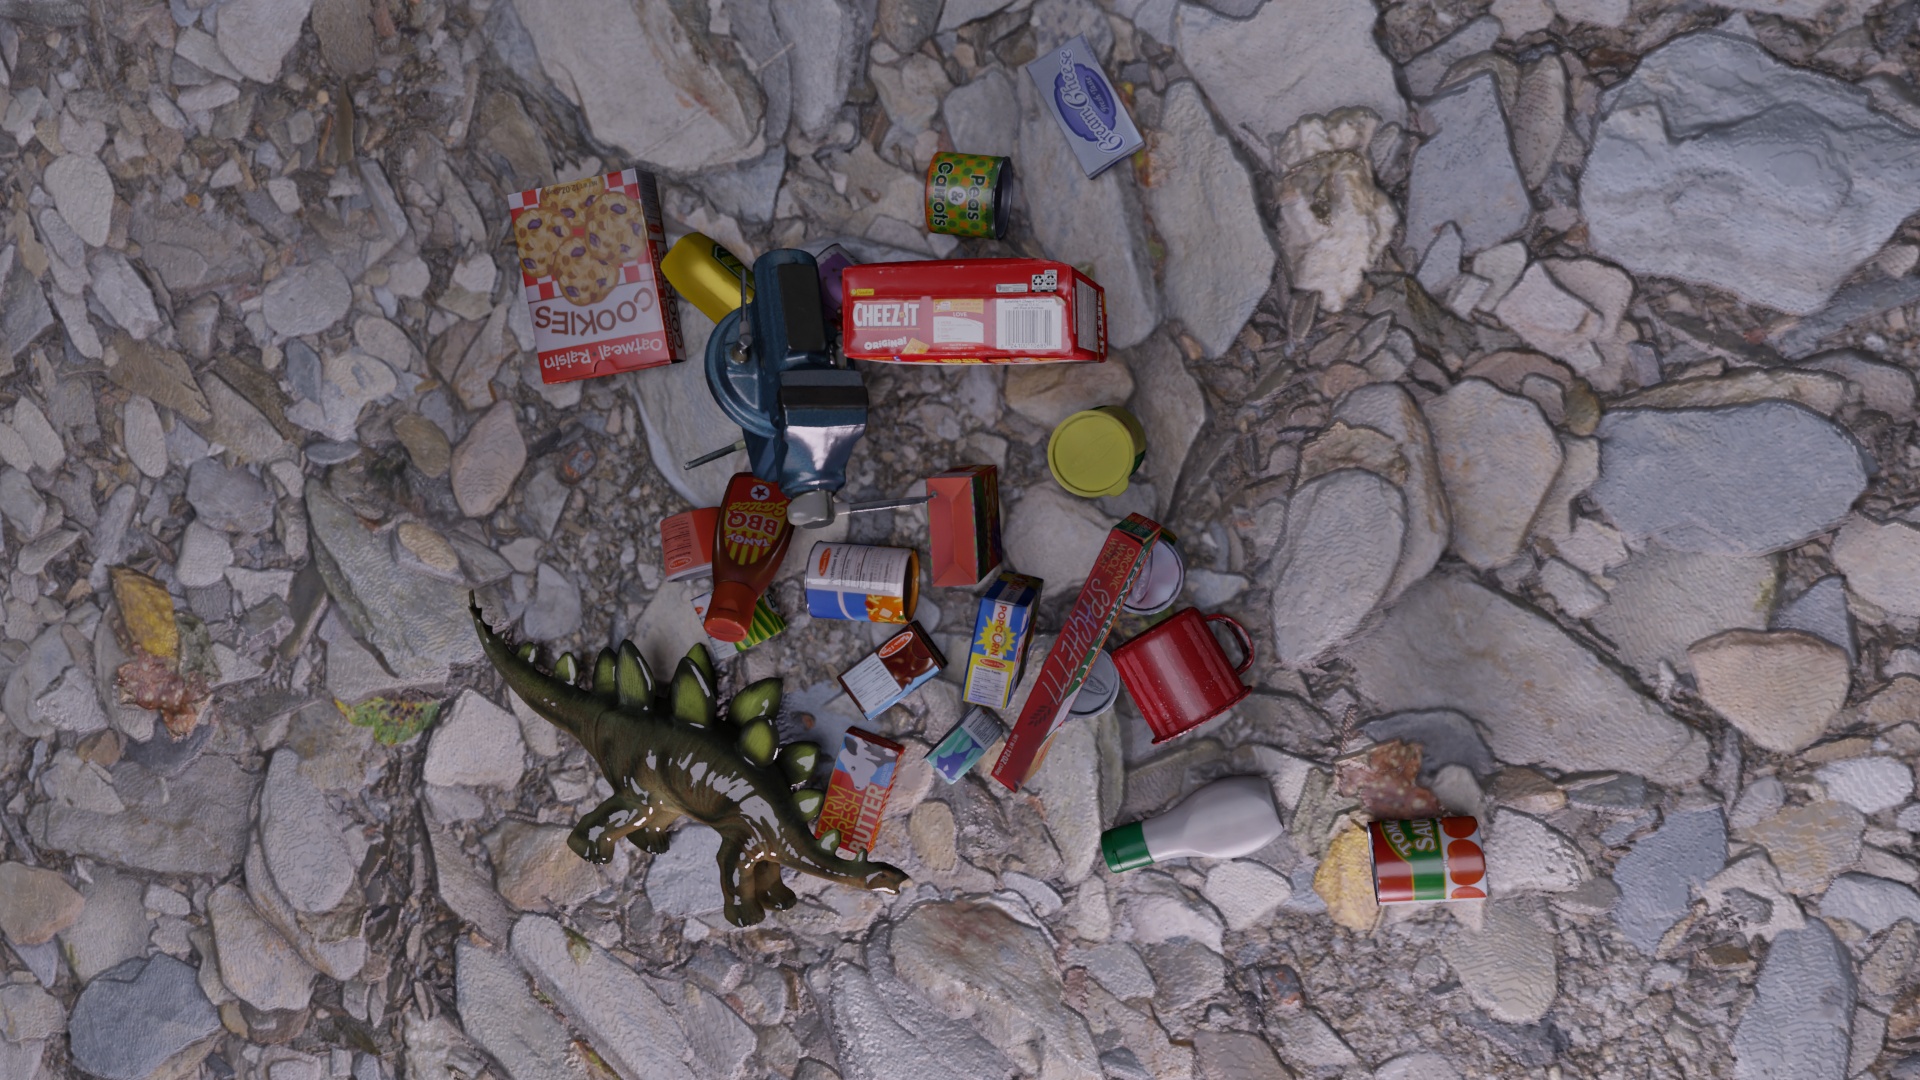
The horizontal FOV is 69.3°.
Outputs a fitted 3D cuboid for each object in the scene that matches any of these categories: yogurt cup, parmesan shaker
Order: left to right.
[{"bbox_3d":[-0.227,0.003,1.203,0.072,0.072,0.054,-16,86,14],"label":"yogurt cup"},{"bbox_3d":[0.111,-0.070,1.098,0.071,0.103,0.071,2,97,13],"label":"parmesan shaker"}]

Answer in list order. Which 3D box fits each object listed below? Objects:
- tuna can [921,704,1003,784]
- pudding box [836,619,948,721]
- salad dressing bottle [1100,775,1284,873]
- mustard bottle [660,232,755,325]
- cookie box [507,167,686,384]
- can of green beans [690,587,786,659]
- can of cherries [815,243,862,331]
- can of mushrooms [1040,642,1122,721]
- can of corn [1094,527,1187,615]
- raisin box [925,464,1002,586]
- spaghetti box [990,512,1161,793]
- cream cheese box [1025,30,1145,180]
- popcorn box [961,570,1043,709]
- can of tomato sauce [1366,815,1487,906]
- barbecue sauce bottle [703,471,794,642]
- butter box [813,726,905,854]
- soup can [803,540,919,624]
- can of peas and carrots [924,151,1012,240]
[{"bbox_3d":[0.001,0.173,1.172,0.033,0.071,0.071,45,104,3],"label":"tuna can"},{"bbox_3d":[-0.058,0.112,1.195,0.083,0.030,0.049,-37,87,14],"label":"pudding box"},{"bbox_3d":[0.191,0.239,1.151,0.147,0.044,0.064,-20,95,15],"label":"salad dressing bottle"},{"bbox_3d":[-0.176,-0.193,1.169,0.160,0.065,0.048,40,108,-3],"label":"mustard bottle"},{"bbox_3d":[-0.315,-0.226,1.204,0.123,0.040,0.167,-8,95,13],"label":"cookie box"},{"bbox_3d":[-0.191,0.063,1.200,0.071,0.071,0.058,-25,92,14],"label":"can of green beans"},{"bbox_3d":[-0.102,-0.199,1.147,0.058,0.071,0.071,41,104,3],"label":"can of cherries"},{"bbox_3d":[0.100,0.115,1.160,0.071,0.033,0.071,2,98,11],"label":"can of mushrooms"},{"bbox_3d":[0.147,0.022,1.125,0.071,0.058,0.071,2,98,12],"label":"can of corn"},{"bbox_3d":[0.004,-0.014,1.118,0.040,0.123,0.086,-3,97,11],"label":"raisin box"},{"bbox_3d":[0.090,0.090,1.100,0.029,0.050,0.248,31,115,15],"label":"spaghetti box"},{"bbox_3d":[0.100,-0.346,1.106,0.053,0.024,0.104,-29,90,15],"label":"cream cheese box"},{"bbox_3d":[0.035,0.078,1.121,0.038,0.127,0.085,11,100,8],"label":"popcorn box"},{"bbox_3d":[0.369,0.252,1.101,0.083,0.071,0.071,-6,96,12],"label":"can of tomato sauce"},{"bbox_3d":[-0.178,0.013,1.157,0.065,0.043,0.149,11,55,-2],"label":"barbecue sauce bottle"},{"bbox_3d":[-0.089,0.220,1.219,0.053,0.024,0.103,19,100,10],"label":"butter box"},{"bbox_3d":[-0.082,0.037,1.175,0.084,0.071,0.071,4,98,11],"label":"soup can"},{"bbox_3d":[0.006,-0.276,1.112,0.059,0.071,0.071,8,99,12],"label":"can of peas and carrots"}]
